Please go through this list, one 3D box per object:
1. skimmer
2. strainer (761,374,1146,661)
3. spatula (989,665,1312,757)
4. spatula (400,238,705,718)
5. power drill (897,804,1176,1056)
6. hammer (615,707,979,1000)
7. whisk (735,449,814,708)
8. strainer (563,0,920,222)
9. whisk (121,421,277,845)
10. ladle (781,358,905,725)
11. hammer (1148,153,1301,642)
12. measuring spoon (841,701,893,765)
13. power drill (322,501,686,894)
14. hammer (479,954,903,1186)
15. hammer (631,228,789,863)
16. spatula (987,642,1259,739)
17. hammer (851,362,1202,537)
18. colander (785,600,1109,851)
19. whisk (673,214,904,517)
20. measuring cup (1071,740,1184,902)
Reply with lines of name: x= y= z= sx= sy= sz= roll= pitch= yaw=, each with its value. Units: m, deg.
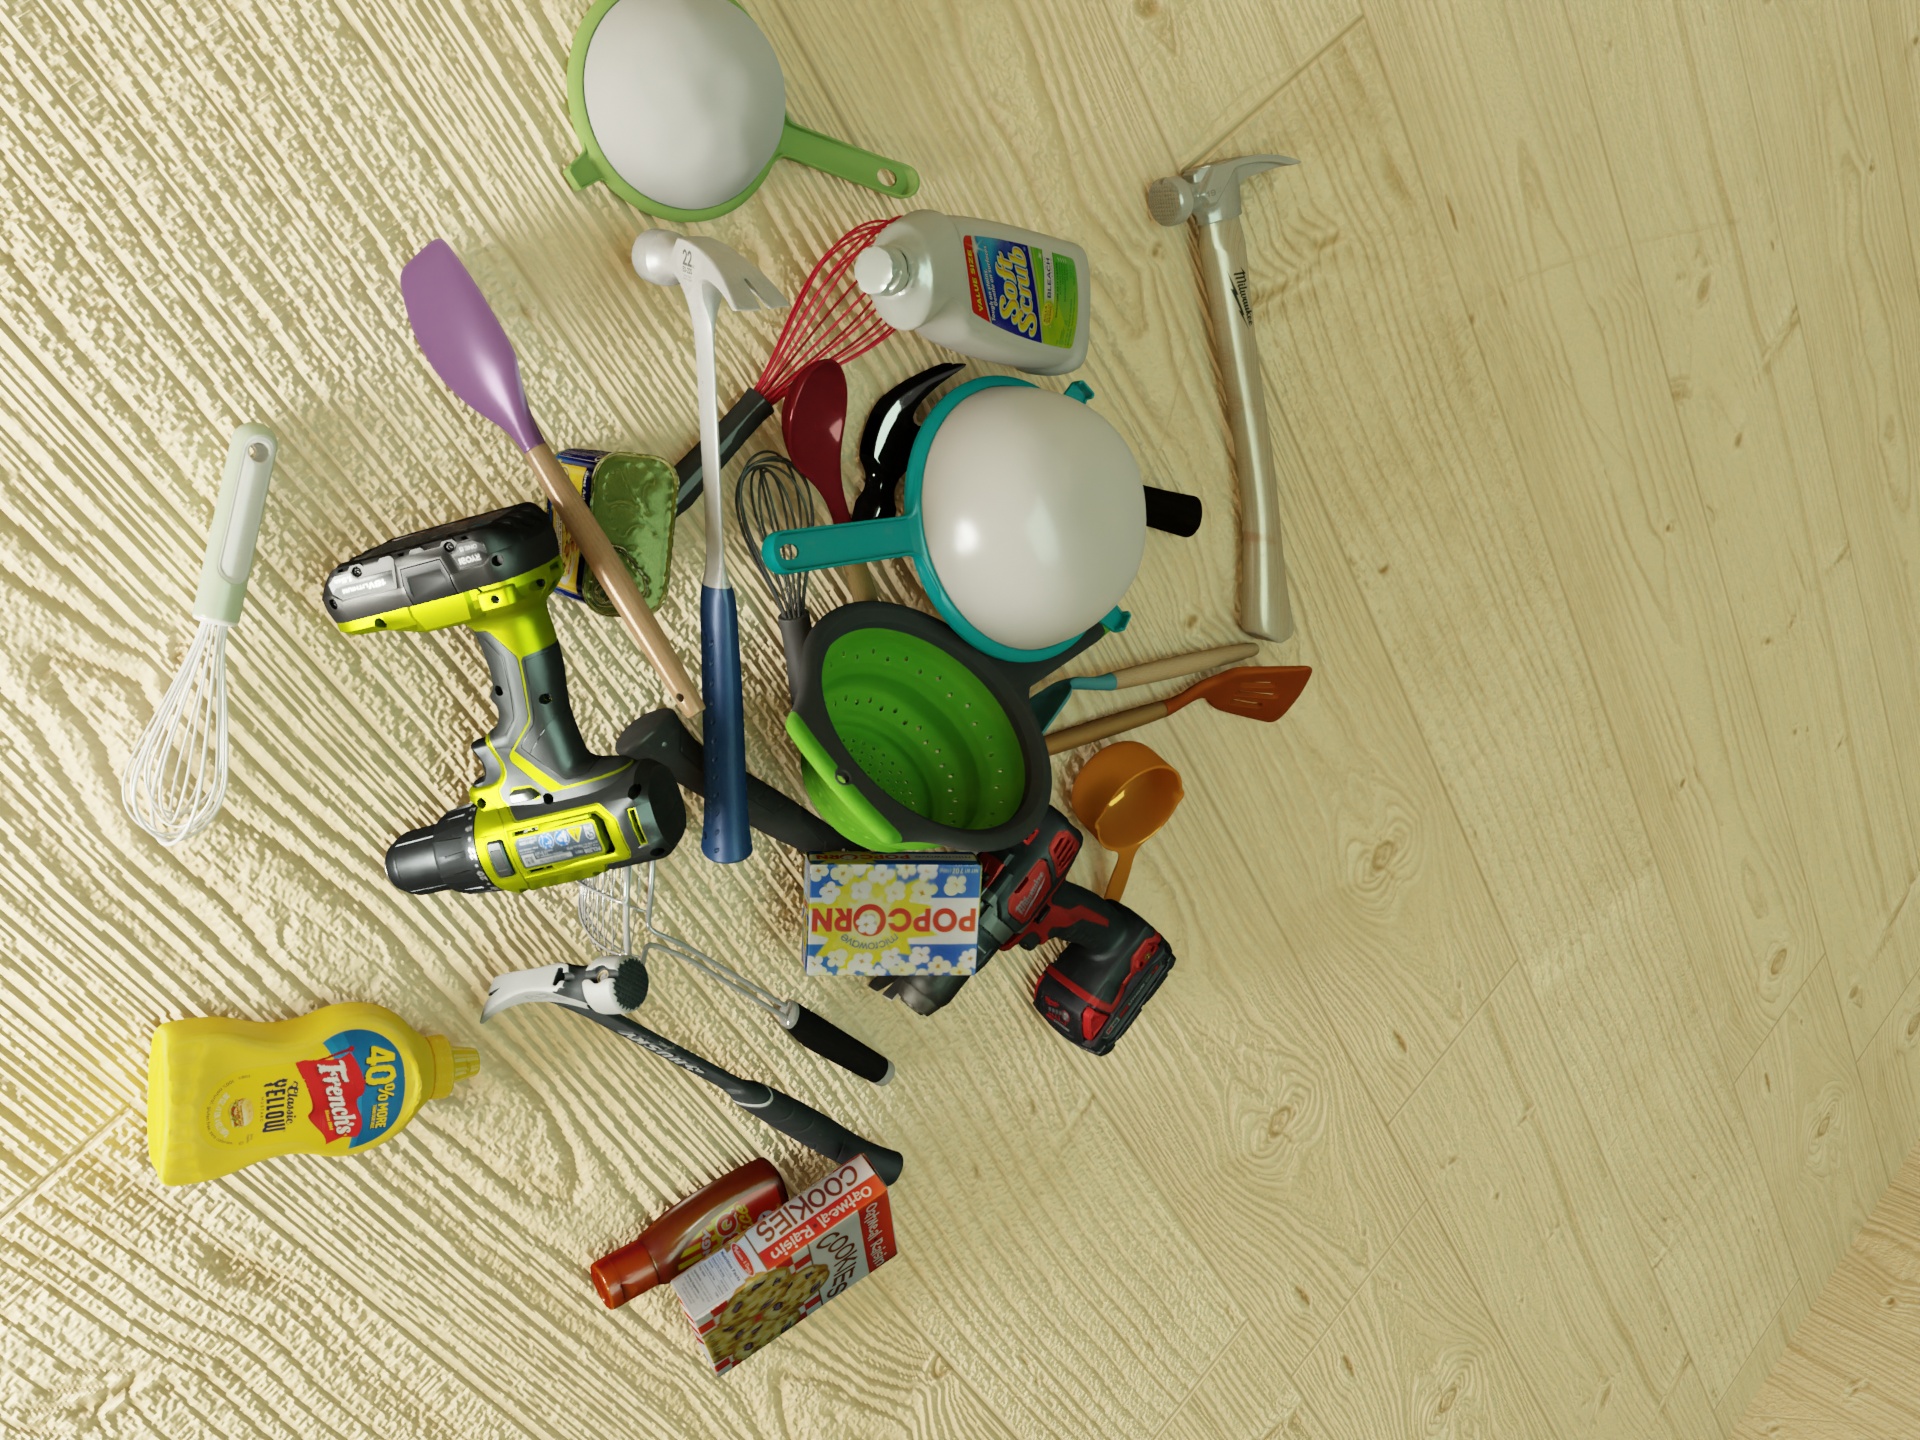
skimmer: x=-0.140 y=0.178 z=1.141 sx=0.362 sy=0.090 sz=0.127 roll=42 pitch=34 yaw=-39
strainer: x=0.022 y=-0.138 z=1.095 sx=0.340 sy=0.095 sz=0.211 roll=-14 pitch=97 yaw=-43
spatula: x=0.157 y=0.003 z=1.344 sx=0.322 sy=0.041 sz=0.081 roll=-17 pitch=150 yaw=-29
spatula: x=-0.241 y=-0.138 z=0.946 sx=0.316 sy=0.060 sz=0.018 roll=58 pitch=29 yaw=-3
power drill: x=0.060 y=0.187 z=1.274 sx=0.188 sy=0.080 sz=0.226 roll=-52 pitch=134 yaw=-8
hammer: x=-0.116 y=0.088 z=1.172 sx=0.334 sy=0.035 sz=0.146 roll=35 pitch=79 yaw=-37
whisk: x=-0.117 y=-0.075 z=1.127 sx=0.055 sy=0.055 sz=0.238 roll=-24 pitch=119 yaw=-30
strainer: x=-0.122 y=-0.386 z=1.026 sx=0.256 sy=0.069 sz=0.151 roll=8 pitch=97 yaw=-36
whisk: x=-0.425 y=-0.049 z=0.904 sx=0.057 sy=0.059 sz=0.246 roll=13 pitch=89 yaw=-50
ladle: x=-0.073 y=-0.111 z=1.123 sx=0.069 sy=0.031 sz=0.315 roll=-50 pitch=140 yaw=-36
hammer: x=0.251 y=-0.264 z=1.352 sx=0.146 sy=0.038 sz=0.410 roll=-26 pitch=116 yaw=-30
measuring spoon: x=-0.055 y=0.023 z=1.216 sx=0.128 sy=0.021 sz=0.042 roll=38 pitch=77 yaw=-45
power drill: x=-0.290 y=-0.001 z=0.962 sx=0.190 sy=0.080 sz=0.228 roll=-13 pitch=108 yaw=12
hammer: x=-0.167 y=0.263 z=1.142 sx=0.408 sy=0.149 sz=0.036 roll=44 pitch=48 yaw=-44
hammer: x=-0.153 y=-0.095 z=1.009 sx=0.035 sy=0.144 sz=0.405 roll=-14 pitch=117 yaw=-32
spatula: x=0.145 y=-0.026 z=1.327 sx=0.317 sy=0.082 sz=0.044 roll=-14 pitch=88 yaw=-38
hammer: x=0.066 y=-0.190 z=1.237 sx=0.331 sy=0.031 sz=0.130 roll=7 pitch=98 yaw=-37
colander: x=-0.002 y=-0.004 z=1.170 sx=0.204 sy=0.094 sz=0.397 roll=49 pitch=37 yaw=6
whisk: x=-0.122 y=-0.230 z=1.074 sx=0.296 sy=0.073 sz=0.073 roll=-50 pitch=125 yaw=-9
measuring cup: x=0.129 y=0.092 z=1.351 sx=0.095 sy=0.052 sz=0.173 roll=-16 pitch=135 yaw=-30
